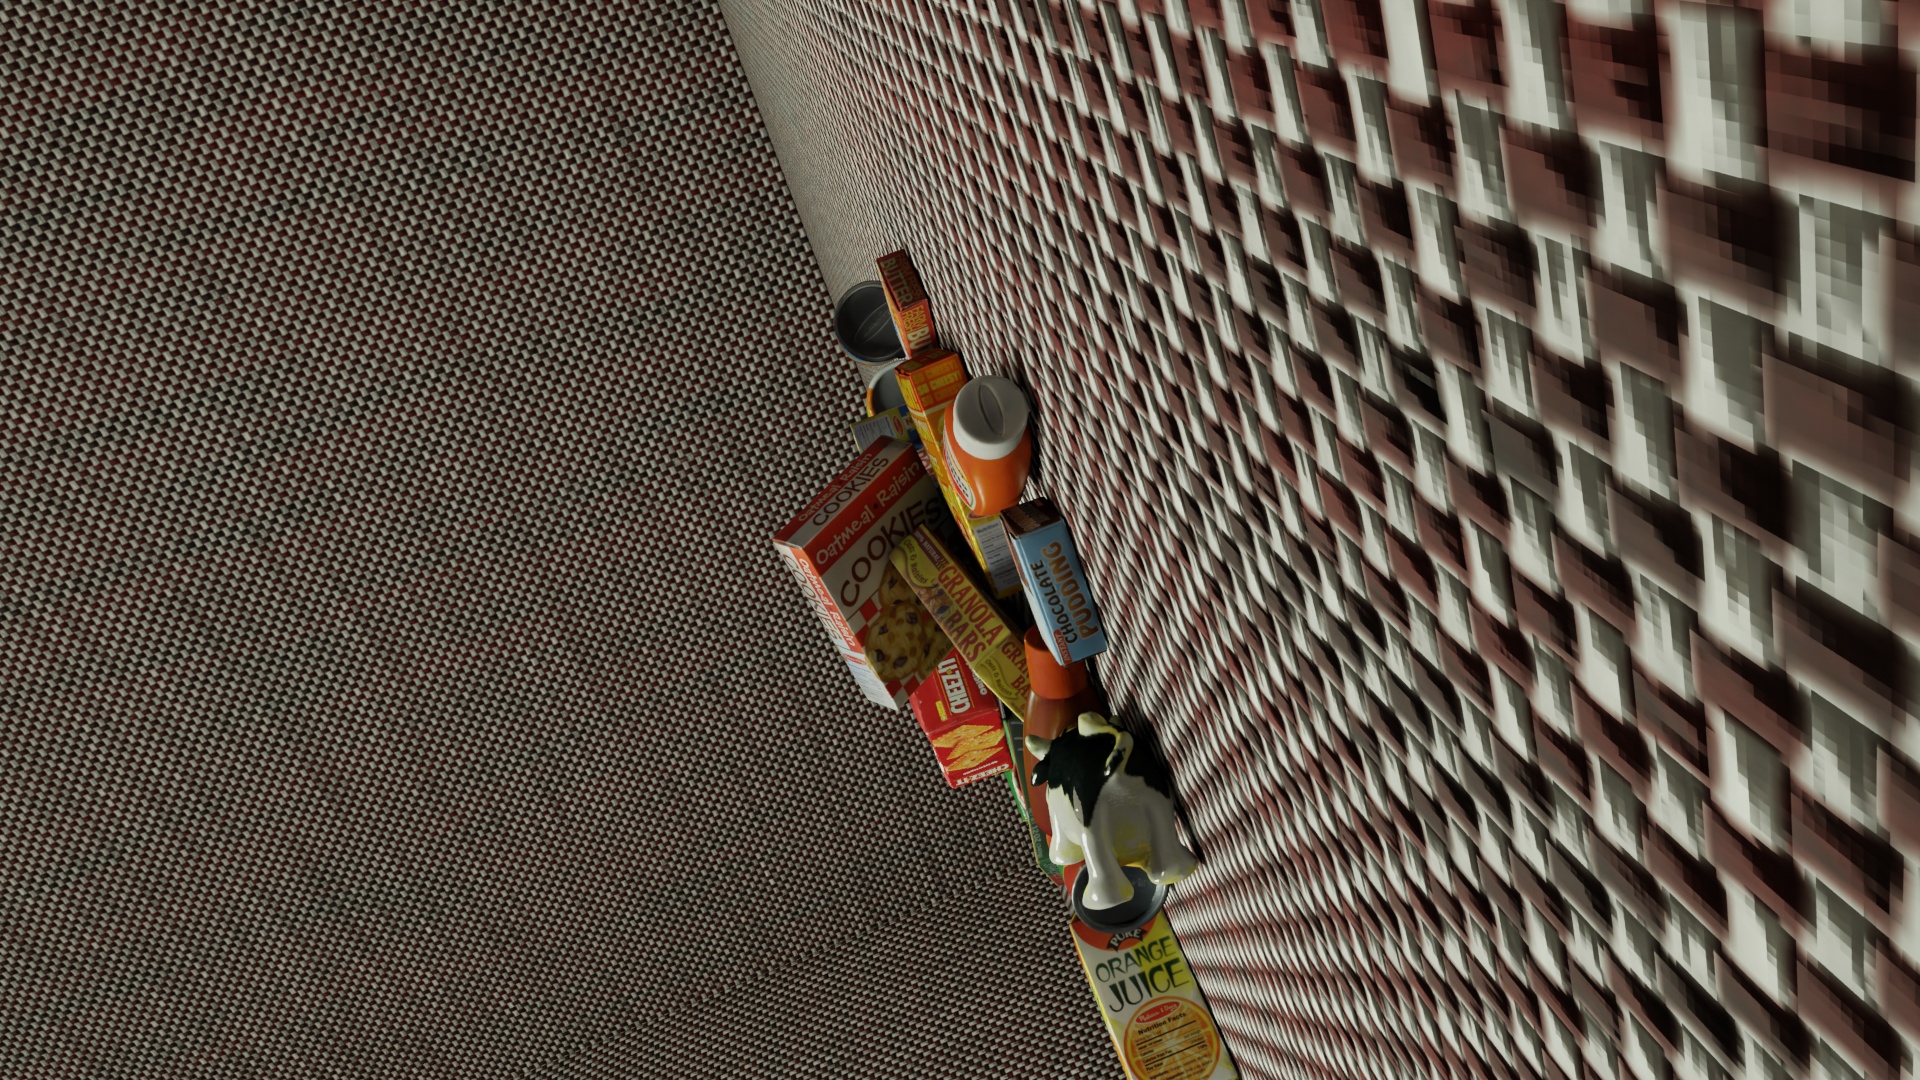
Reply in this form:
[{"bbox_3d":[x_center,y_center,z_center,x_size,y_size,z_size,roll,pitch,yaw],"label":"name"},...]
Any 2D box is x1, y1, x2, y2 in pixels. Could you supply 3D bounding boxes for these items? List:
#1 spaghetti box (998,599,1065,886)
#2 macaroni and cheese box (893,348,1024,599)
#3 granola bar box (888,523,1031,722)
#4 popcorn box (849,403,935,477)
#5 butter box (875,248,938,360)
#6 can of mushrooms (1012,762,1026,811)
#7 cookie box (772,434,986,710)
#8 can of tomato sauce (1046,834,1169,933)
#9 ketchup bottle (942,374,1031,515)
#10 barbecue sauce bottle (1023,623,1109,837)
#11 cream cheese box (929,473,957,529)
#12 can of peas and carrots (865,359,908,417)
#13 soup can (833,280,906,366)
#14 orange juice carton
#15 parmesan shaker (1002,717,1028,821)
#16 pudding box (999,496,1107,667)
[{"bbox_3d":[0.059,0.162,1.164,0.050,0.028,0.251,56,-162,-51],"label":"spaghetti box"},{"bbox_3d":[0.003,-0.051,0.987,0.124,0.040,0.166,-130,17,-78],"label":"macaroni and cheese box"},{"bbox_3d":[0.024,0.070,0.980,0.124,0.039,0.166,48,-179,-35],"label":"granola bar box"},{"bbox_3d":[-0.032,-0.061,1.115,0.126,0.085,0.038,73,176,-61],"label":"popcorn box"},{"bbox_3d":[-0.037,-0.166,1.036,0.103,0.024,0.053,75,173,-64],"label":"butter box"},{"bbox_3d":[0.080,0.215,1.257,0.033,0.071,0.071,74,174,-54],"label":"can of mushrooms"},{"bbox_3d":[-0.055,0.024,1.046,0.040,0.123,0.166,13,140,45],"label":"cookie box"},{"bbox_3d":[0.098,0.215,0.948,0.083,0.071,0.071,-119,8,-70],"label":"can of tomato sauce"},{"bbox_3d":[0.015,-0.054,0.748,0.148,0.043,0.065,97,153,-82],"label":"ketchup bottle"},{"bbox_3d":[0.068,0.120,0.896,0.044,0.065,0.147,27,137,47],"label":"barbecue sauce bottle"},{"bbox_3d":[0.004,-0.014,1.112,0.024,0.053,0.103,-119,7,-52],"label":"cream cheese box"},{"bbox_3d":[-0.043,-0.112,1.148,0.058,0.071,0.071,175,73,-86],"label":"can of peas and carrots"},{"bbox_3d":[-0.071,-0.179,1.168,0.084,0.071,0.071,-138,26,-84],"label":"soup can"},{"bbox_3d":[0.138,0.338,1.051,0.071,0.073,0.193,72,175,-52],"label":"orange juice carton"},{"bbox_3d":[0.073,0.223,1.398,0.071,0.071,0.103,90,158,-81],"label":"parmesan shaker"},{"bbox_3d":[0.051,0.022,0.770,0.050,0.030,0.083,-118,7,-71],"label":"pudding box"}]
